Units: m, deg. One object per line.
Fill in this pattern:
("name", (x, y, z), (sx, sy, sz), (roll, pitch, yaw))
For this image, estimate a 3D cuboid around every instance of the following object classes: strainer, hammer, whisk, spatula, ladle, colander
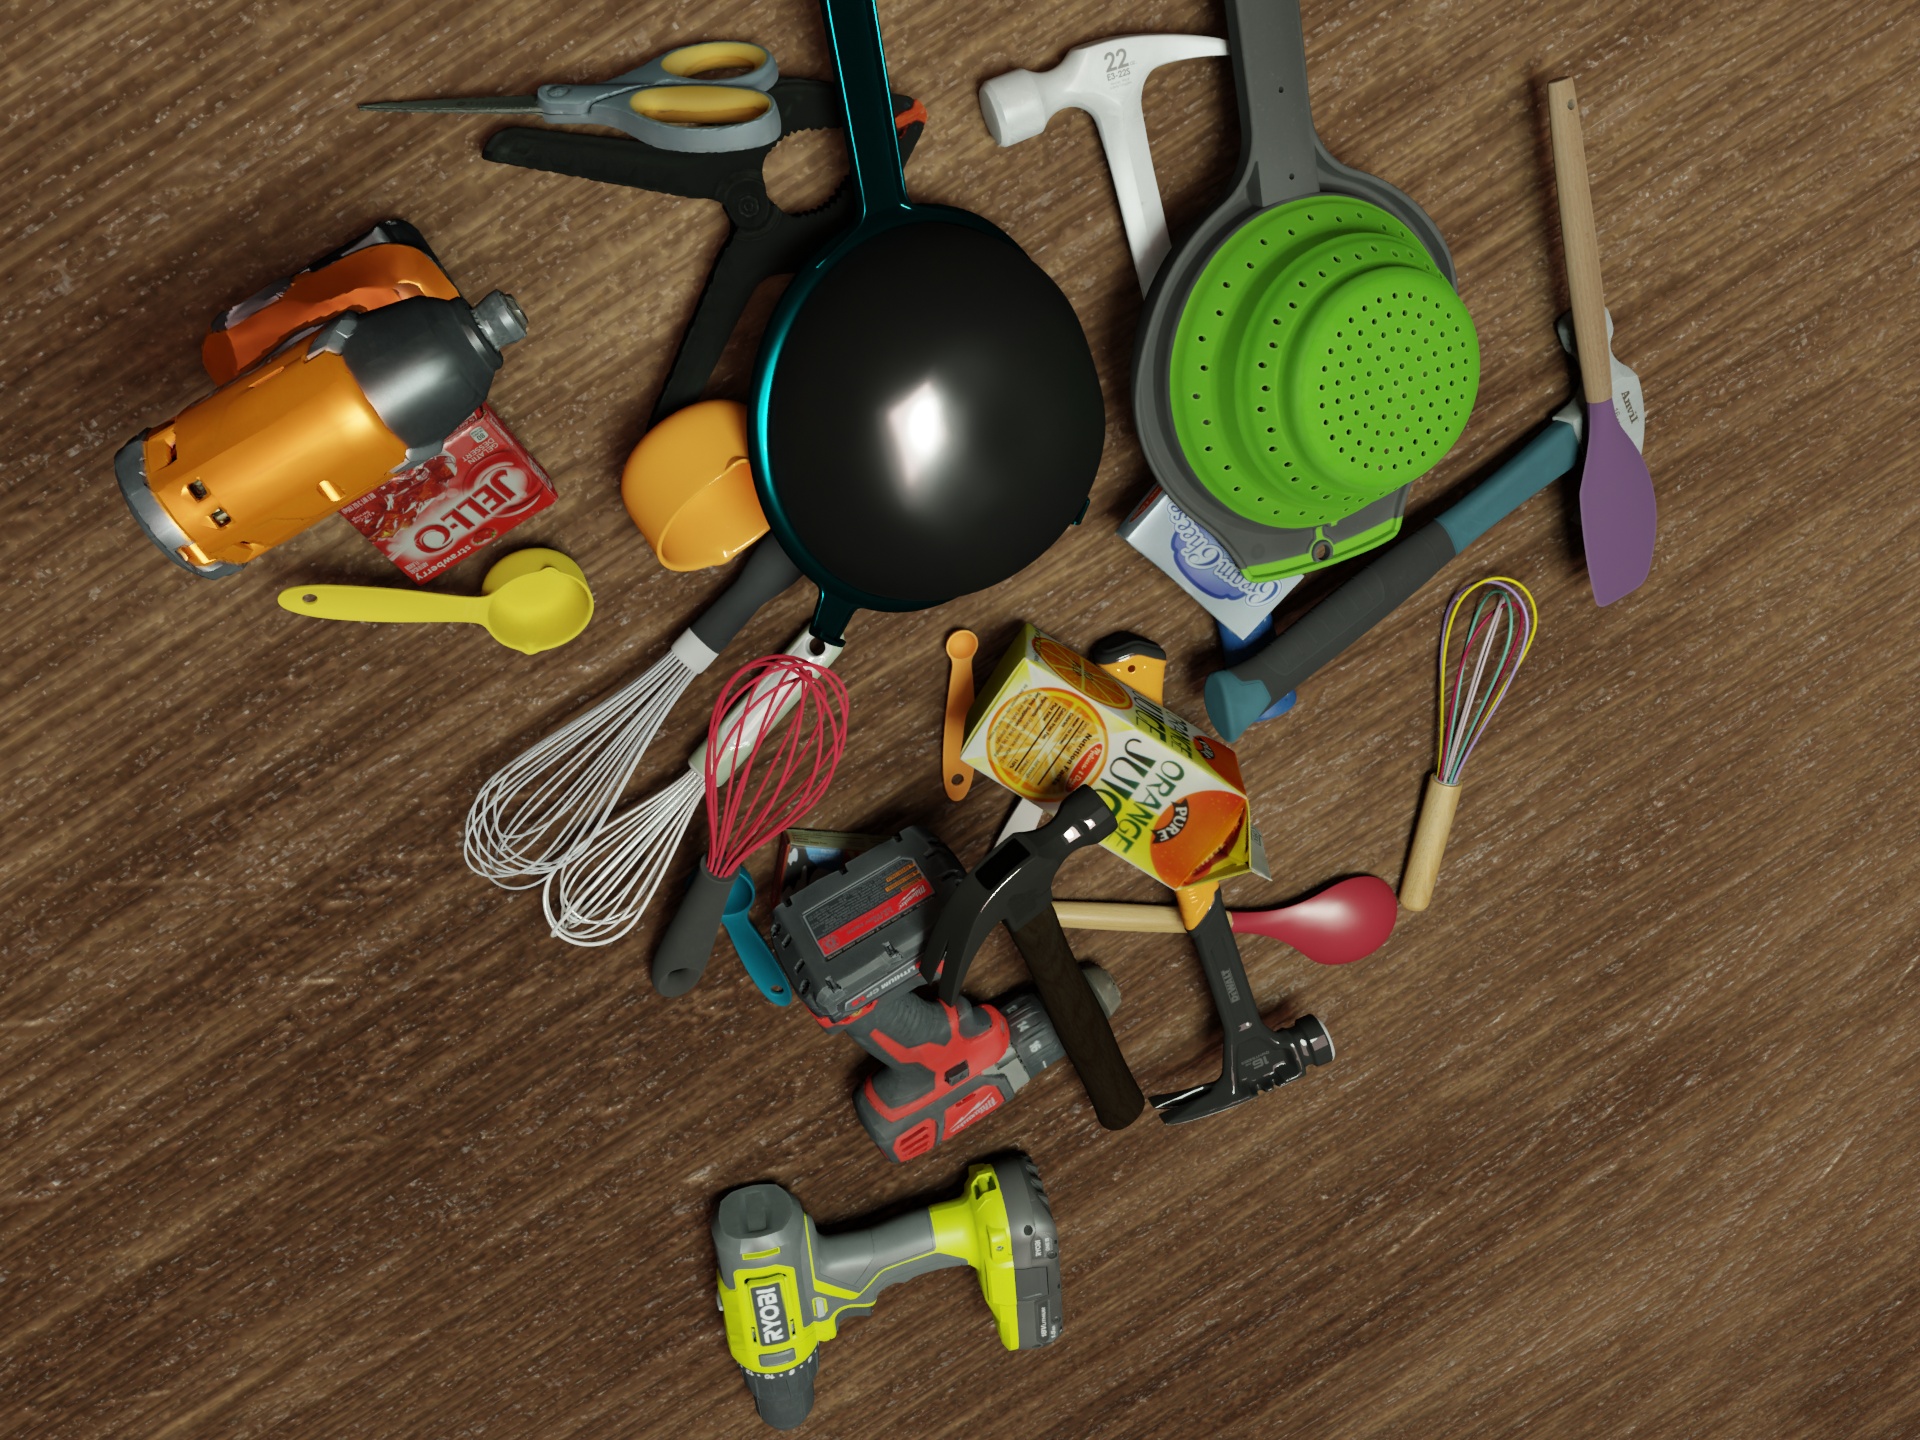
("strainer", (-0.006, -0.203, 0.771), (0.211, 0.095, 0.340), (-29, 124, -30))
("hammer", (0.278, -0.102, 0.954), (0.331, 0.033, 0.128), (-37, 119, -6))
("whisk", (-0.170, -0.015, 0.886), (0.284, 0.070, 0.070), (-46, 117, 2))
("hammer", (0.064, 0.171, 0.959), (0.130, 0.031, 0.331), (-36, 141, -10))
("whisk", (-0.153, 0.036, 0.917), (0.058, 0.059, 0.246), (42, 94, 0))
("whisk", (0.328, 0.021, 1.044), (0.047, 0.051, 0.244), (-4, 118, -20))
("hammer", (0.136, -0.179, 0.901), (0.144, 0.035, 0.405), (-22, 118, -4))
("spatula", (0.369, -0.211, 0.921), (0.060, 0.018, 0.315), (-29, 118, -16))
("ladle", (0.154, 0.131, 1.056), (0.315, 0.031, 0.069), (4, 111, -15))
("whisk", (-0.128, 0.070, 0.888), (0.073, 0.073, 0.295), (10, 135, -20))
("hammer", (0.140, 0.102, 1.012), (0.127, 0.034, 0.336), (-22, 111, -5))
("colander", (0.182, -0.254, 0.796), (0.204, 0.095, 0.396), (-19, 114, -15))

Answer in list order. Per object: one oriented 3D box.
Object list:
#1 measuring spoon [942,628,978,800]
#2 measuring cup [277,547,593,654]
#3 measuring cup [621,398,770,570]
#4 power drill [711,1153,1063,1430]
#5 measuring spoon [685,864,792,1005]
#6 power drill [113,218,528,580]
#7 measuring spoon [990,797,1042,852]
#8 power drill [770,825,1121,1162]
("measuring spoon", (-0.002, -0.003, 0.961), (0.021, 0.011, 0.116), (-7, 119, -16))
("measuring cup", (-0.271, -0.067, 0.827), (0.156, 0.029, 0.062), (1, 135, -27))
("measuring cup", (-0.100, -0.145, 0.842), (0.173, 0.052, 0.095), (-32, 165, -25))
("power drill", (-0.050, 0.394, 1.094), (0.228, 0.080, 0.190), (-9, 116, -8))
("measuring spoon", (-0.131, 0.129, 0.985), (0.042, 0.021, 0.128), (-12, 128, 12))
("power drill", (-0.263, -0.153, 0.694), (0.164, 0.227, 0.084), (-30, 119, 0))
("measuring spoon", (0.039, 0.057, 0.999), (0.034, 0.018, 0.124), (15, 116, -21))
("power drill", (-0.002, 0.167, 0.982), (0.188, 0.080, 0.226), (-30, 135, -7))
